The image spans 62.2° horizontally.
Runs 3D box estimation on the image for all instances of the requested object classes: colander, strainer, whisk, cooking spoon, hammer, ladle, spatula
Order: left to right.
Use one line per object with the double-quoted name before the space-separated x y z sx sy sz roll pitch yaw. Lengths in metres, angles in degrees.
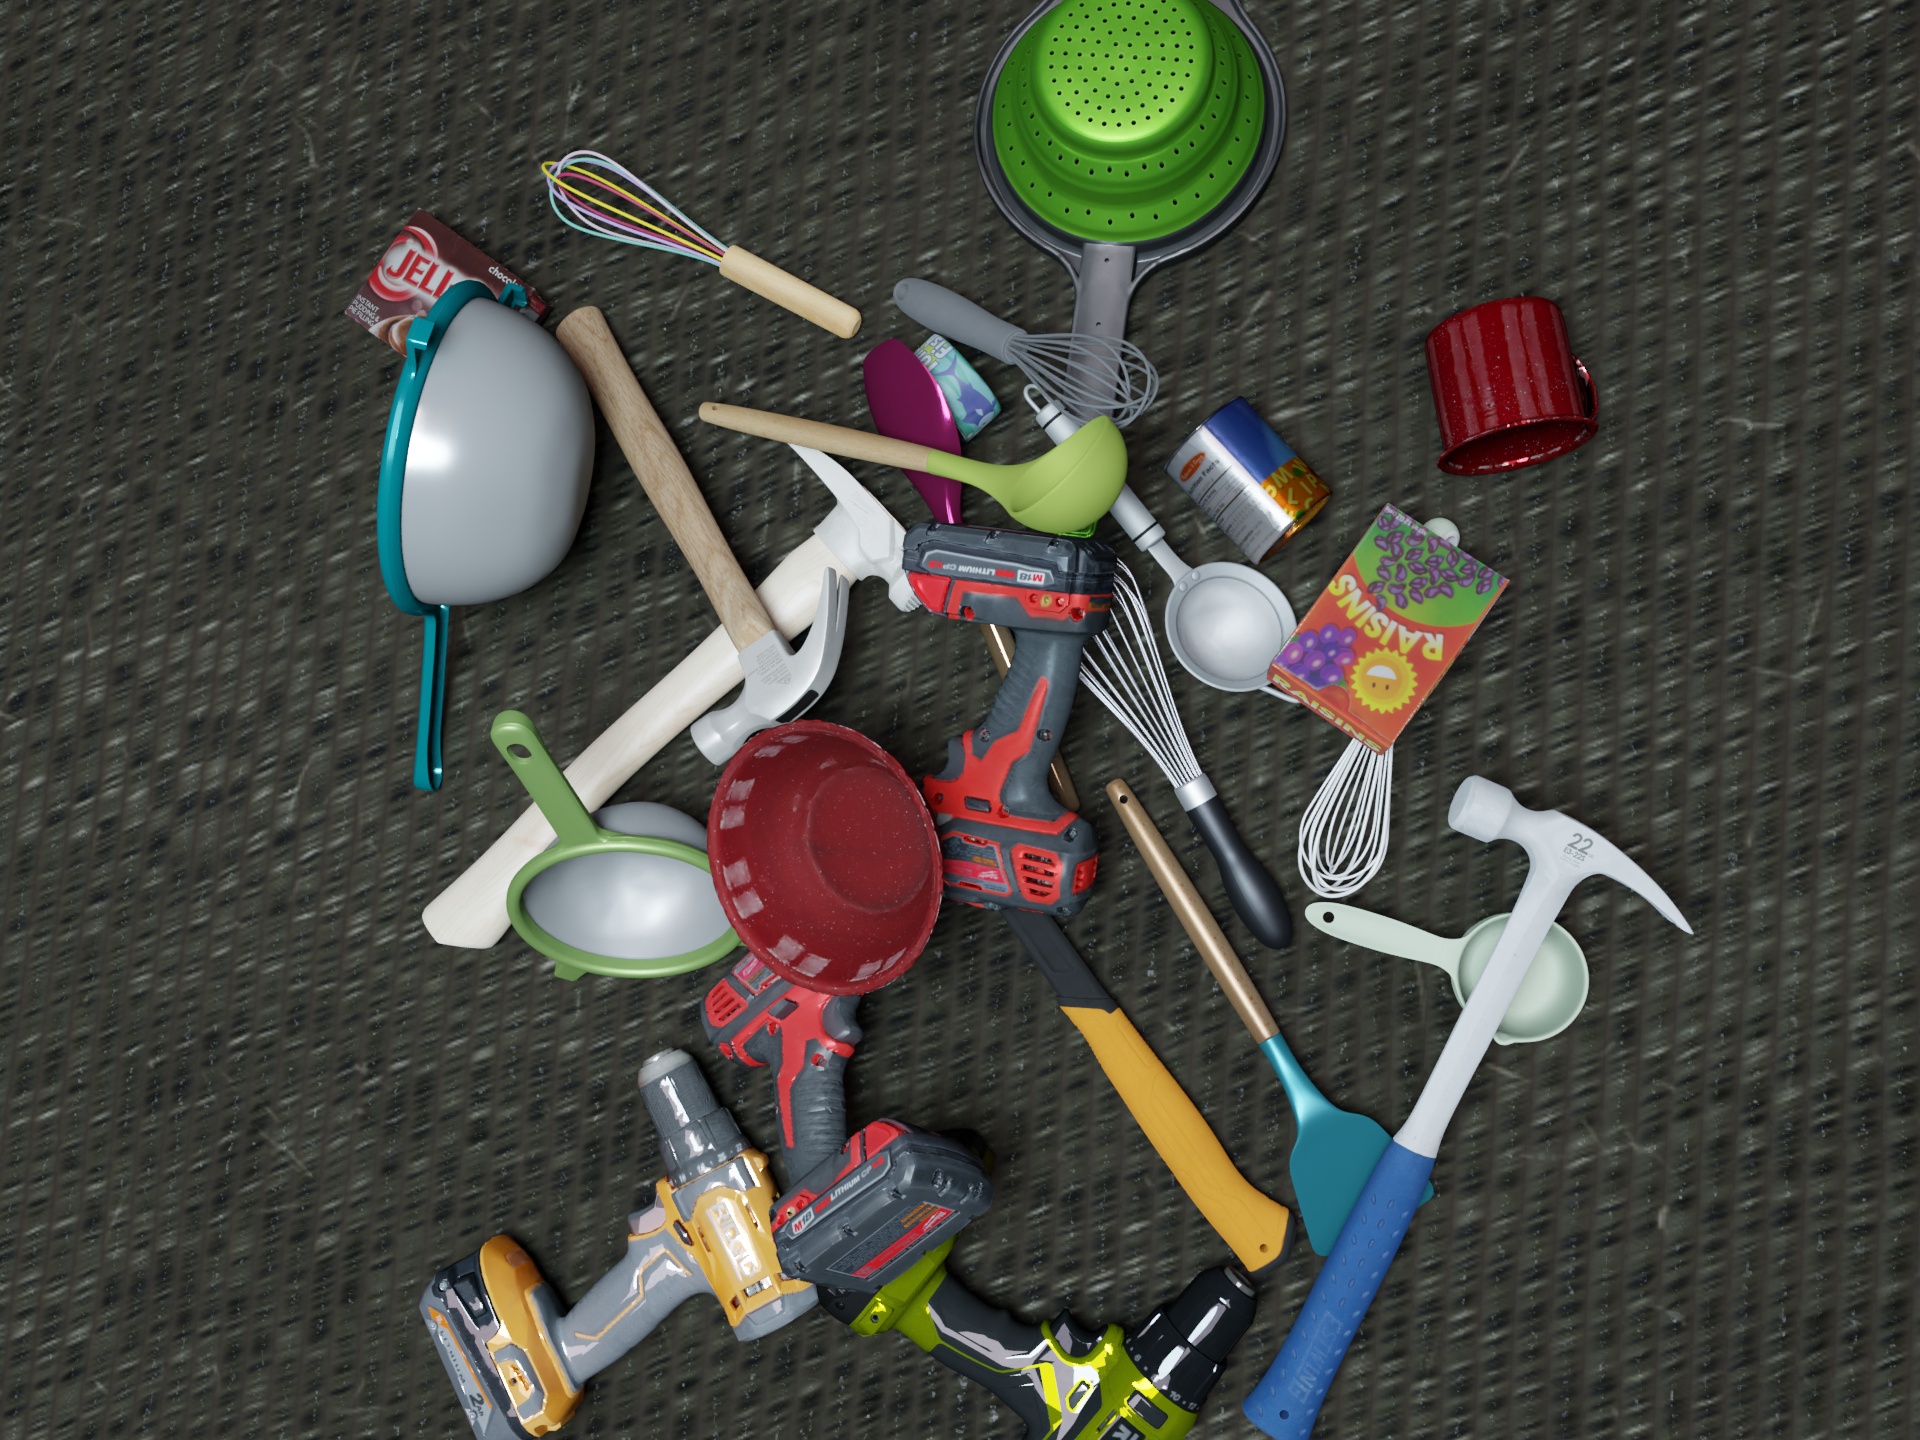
"strainer" -0.294 -0.102 1.019 0.095 0.211 0.340 11 111 -2
"strainer" -0.219 0.063 0.969 0.151 0.256 0.069 -11 48 8
"hammer" -0.206 -0.007 1.052 0.410 0.038 0.146 -43 79 4
"hammer" -0.179 -0.141 1.029 0.130 0.031 0.331 -34 70 10
"whisk" -0.177 -0.318 1.069 0.245 0.047 0.051 29 89 7
"ladle" -0.042 -0.171 0.965 0.320 0.062 0.078 18 58 31
"cooking spoon" 0.009 -0.088 1.005 0.069 0.017 0.319 -19 95 50
"whisk" 0.034 -0.235 0.984 0.239 0.055 0.055 36 92 39
"hammer" 0.087 0.201 0.990 0.127 0.034 0.337 -37 81 4
"colander" 0.093 -0.316 0.999 0.204 0.094 0.397 7 87 9
"strainer" 0.123 -0.108 0.990 0.087 0.050 0.258 -38 90 -21
"whisk" 0.130 0.016 0.991 0.070 0.070 0.284 -30 87 5
"spatula" 0.176 0.174 0.986 0.082 0.044 0.318 -31 77 4
"whisk" 0.260 -0.009 0.977 0.059 0.057 0.246 13 81 49
"hammer" 0.275 0.243 0.926 0.144 0.035 0.405 24 98 4

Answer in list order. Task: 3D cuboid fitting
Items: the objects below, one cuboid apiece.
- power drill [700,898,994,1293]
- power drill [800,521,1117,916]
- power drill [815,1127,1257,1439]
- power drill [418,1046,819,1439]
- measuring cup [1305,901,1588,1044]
"power drill" -0.071 0.210 0.945 0.143 0.078 0.220 -41 47 15
"power drill" -0.002 -0.003 0.953 0.188 0.080 0.226 9 99 21
"power drill" 0.047 0.357 0.964 0.228 0.080 0.190 39 93 7
"power drill" -0.221 0.332 1.007 0.226 0.084 0.185 -28 81 1
"measuring cup" 0.291 0.140 0.963 0.167 0.038 0.083 17 88 12
